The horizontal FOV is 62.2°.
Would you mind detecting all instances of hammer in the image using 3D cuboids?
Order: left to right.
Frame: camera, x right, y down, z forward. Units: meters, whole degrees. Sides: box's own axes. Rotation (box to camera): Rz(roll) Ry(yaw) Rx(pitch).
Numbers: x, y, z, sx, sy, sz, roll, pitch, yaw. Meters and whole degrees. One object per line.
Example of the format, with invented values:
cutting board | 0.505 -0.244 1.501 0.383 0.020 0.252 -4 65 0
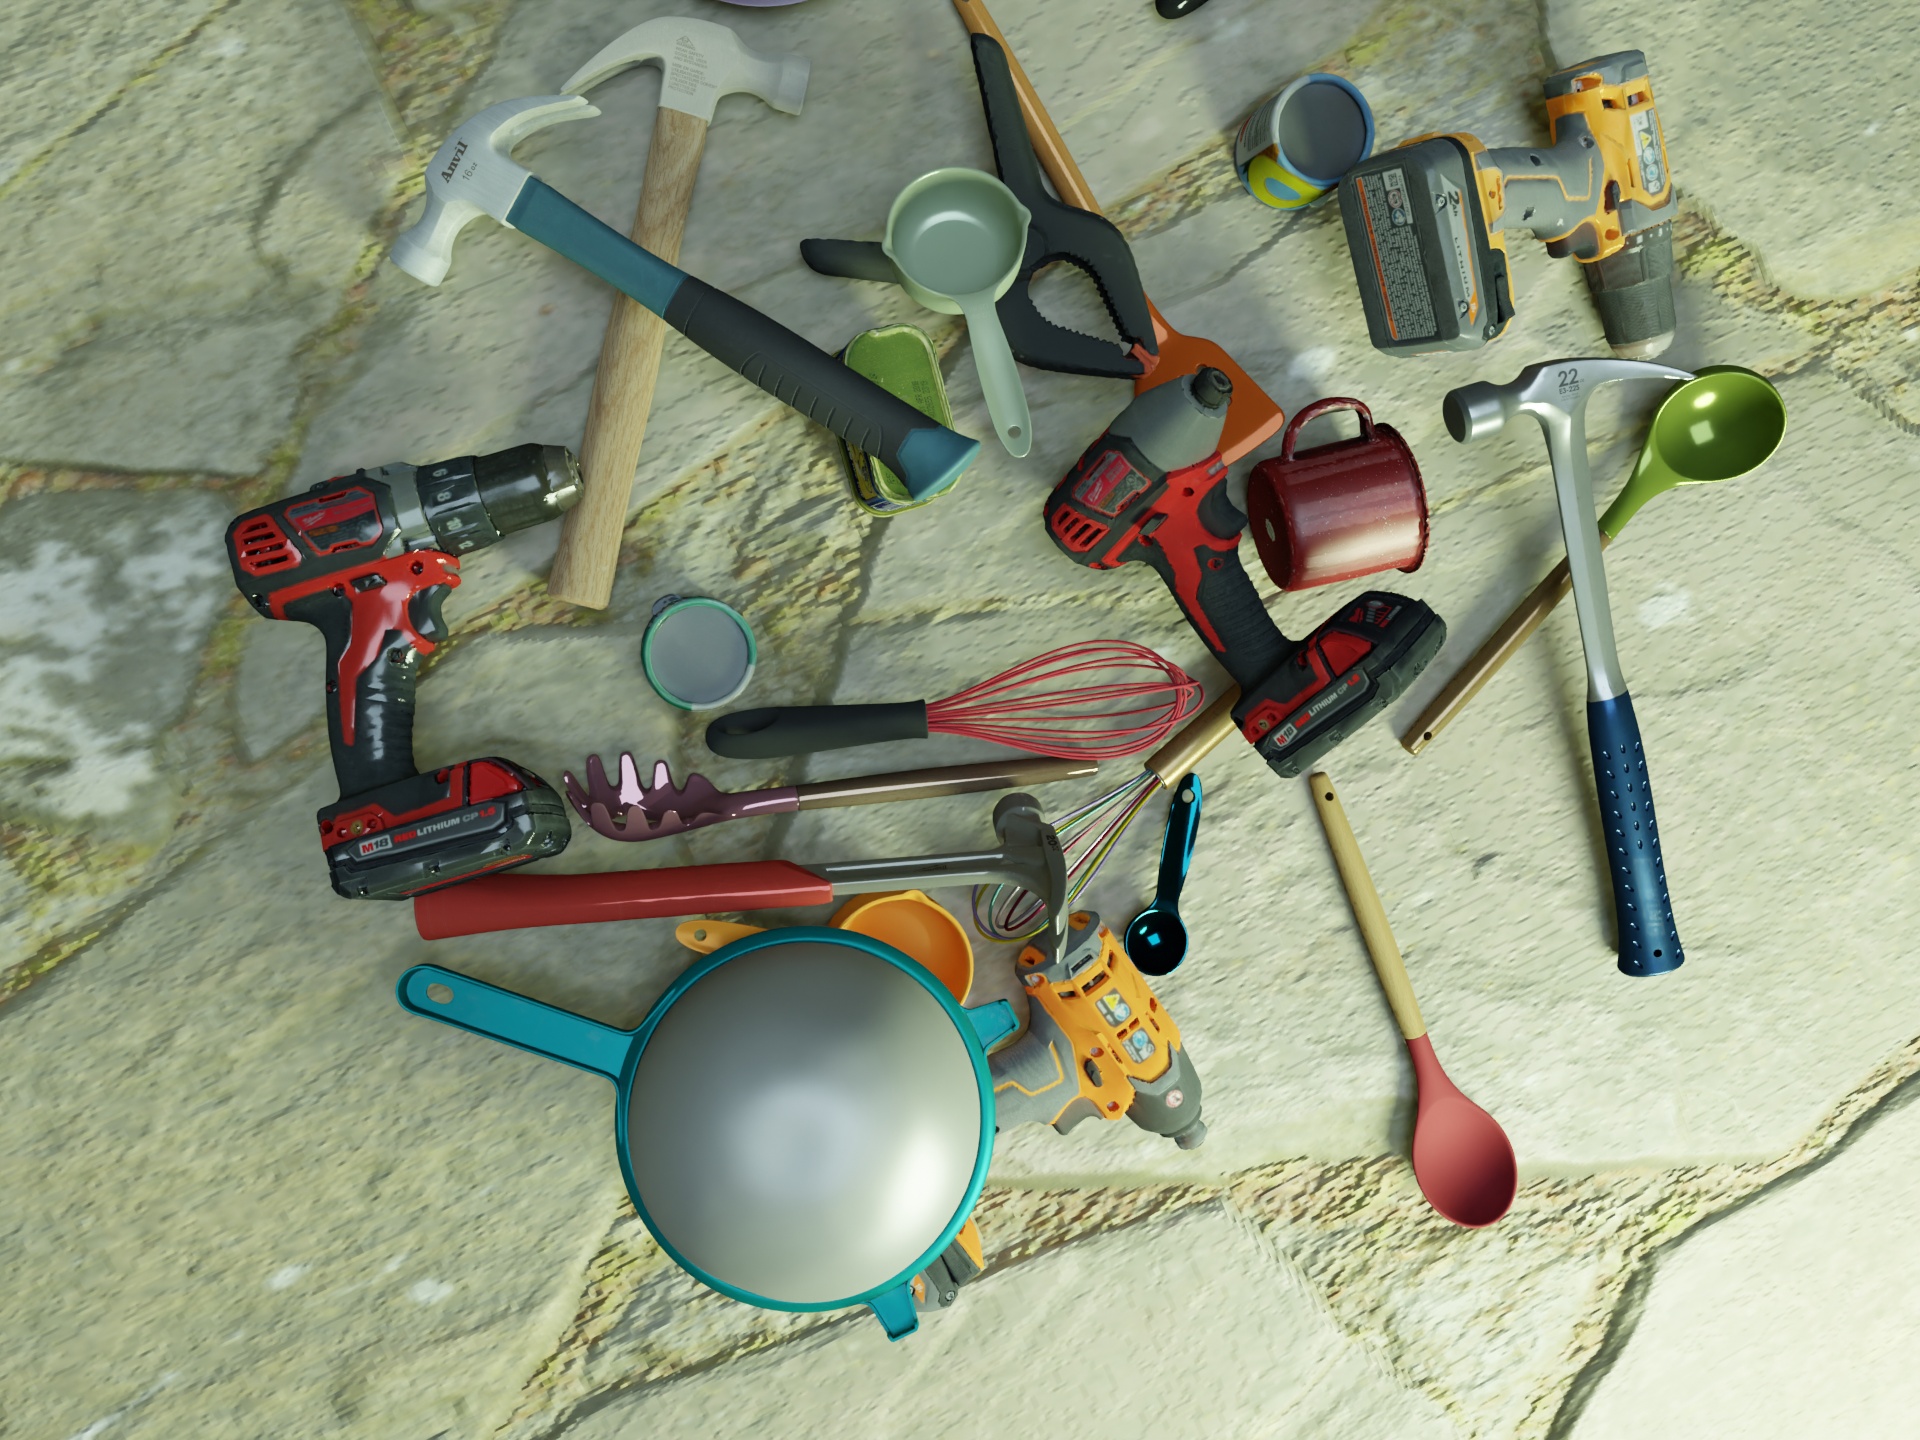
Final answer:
hammer | -0.183 -0.227 0.894 0.130 0.031 0.331 13 92 -12
hammer | -0.139 -0.215 0.844 0.331 0.033 0.128 33 100 4
hammer | -0.121 0.097 0.884 0.359 0.149 0.036 -4 113 -2
hammer | 0.409 -0.028 0.994 0.144 0.035 0.405 -17 106 -3

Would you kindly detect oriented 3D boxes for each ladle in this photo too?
ladle | 0.283 0.179 1.023 0.069 0.031 0.315 -23 97 -11
ladle | 0.396 -0.097 1.008 0.078 0.062 0.320 43 89 -16

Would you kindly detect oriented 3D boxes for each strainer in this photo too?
strainer | -0.144 0.196 0.841 0.340 0.095 0.211 19 85 -2

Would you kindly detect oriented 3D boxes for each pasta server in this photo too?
pasta server | -0.069 0.036 0.935 0.316 0.060 0.040 -6 120 -14

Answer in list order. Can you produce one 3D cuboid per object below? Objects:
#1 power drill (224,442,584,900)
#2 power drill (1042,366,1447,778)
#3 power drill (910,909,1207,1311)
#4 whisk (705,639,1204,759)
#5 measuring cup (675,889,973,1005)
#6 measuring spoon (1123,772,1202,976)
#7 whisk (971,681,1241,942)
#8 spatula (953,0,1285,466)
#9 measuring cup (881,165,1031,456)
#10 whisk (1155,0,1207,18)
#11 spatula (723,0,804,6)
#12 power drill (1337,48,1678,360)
power drill | -0.273 -0.032 0.848 0.188 0.080 0.227 -17 83 -2
power drill | 0.159 -0.088 0.897 0.220 0.143 0.078 47 45 4
power drill | 0.037 0.244 0.953 0.226 0.084 0.164 -38 101 -10
whisk | -0.001 -0.003 0.937 0.296 0.073 0.073 -6 96 -6
measuring cup | -0.081 0.134 0.935 0.173 0.052 0.095 11 92 -10
measuring spoon | 0.129 0.095 0.993 0.042 0.021 0.129 16 82 -15
whisk | 0.106 0.051 0.969 0.245 0.047 0.051 -41 111 -9
spatula | 0.079 -0.292 0.935 0.081 0.041 0.322 -30 98 10
measuring cup | 0.009 -0.217 0.867 0.083 0.038 0.168 -15 83 -5
whisk | 0.219 -0.518 0.940 0.284 0.070 0.070 -44 101 0
spatula | -0.003 -0.451 0.916 0.316 0.018 0.060 -12 79 -10
power drill | 0.344 -0.283 0.952 0.226 0.084 0.185 -27 109 -26
